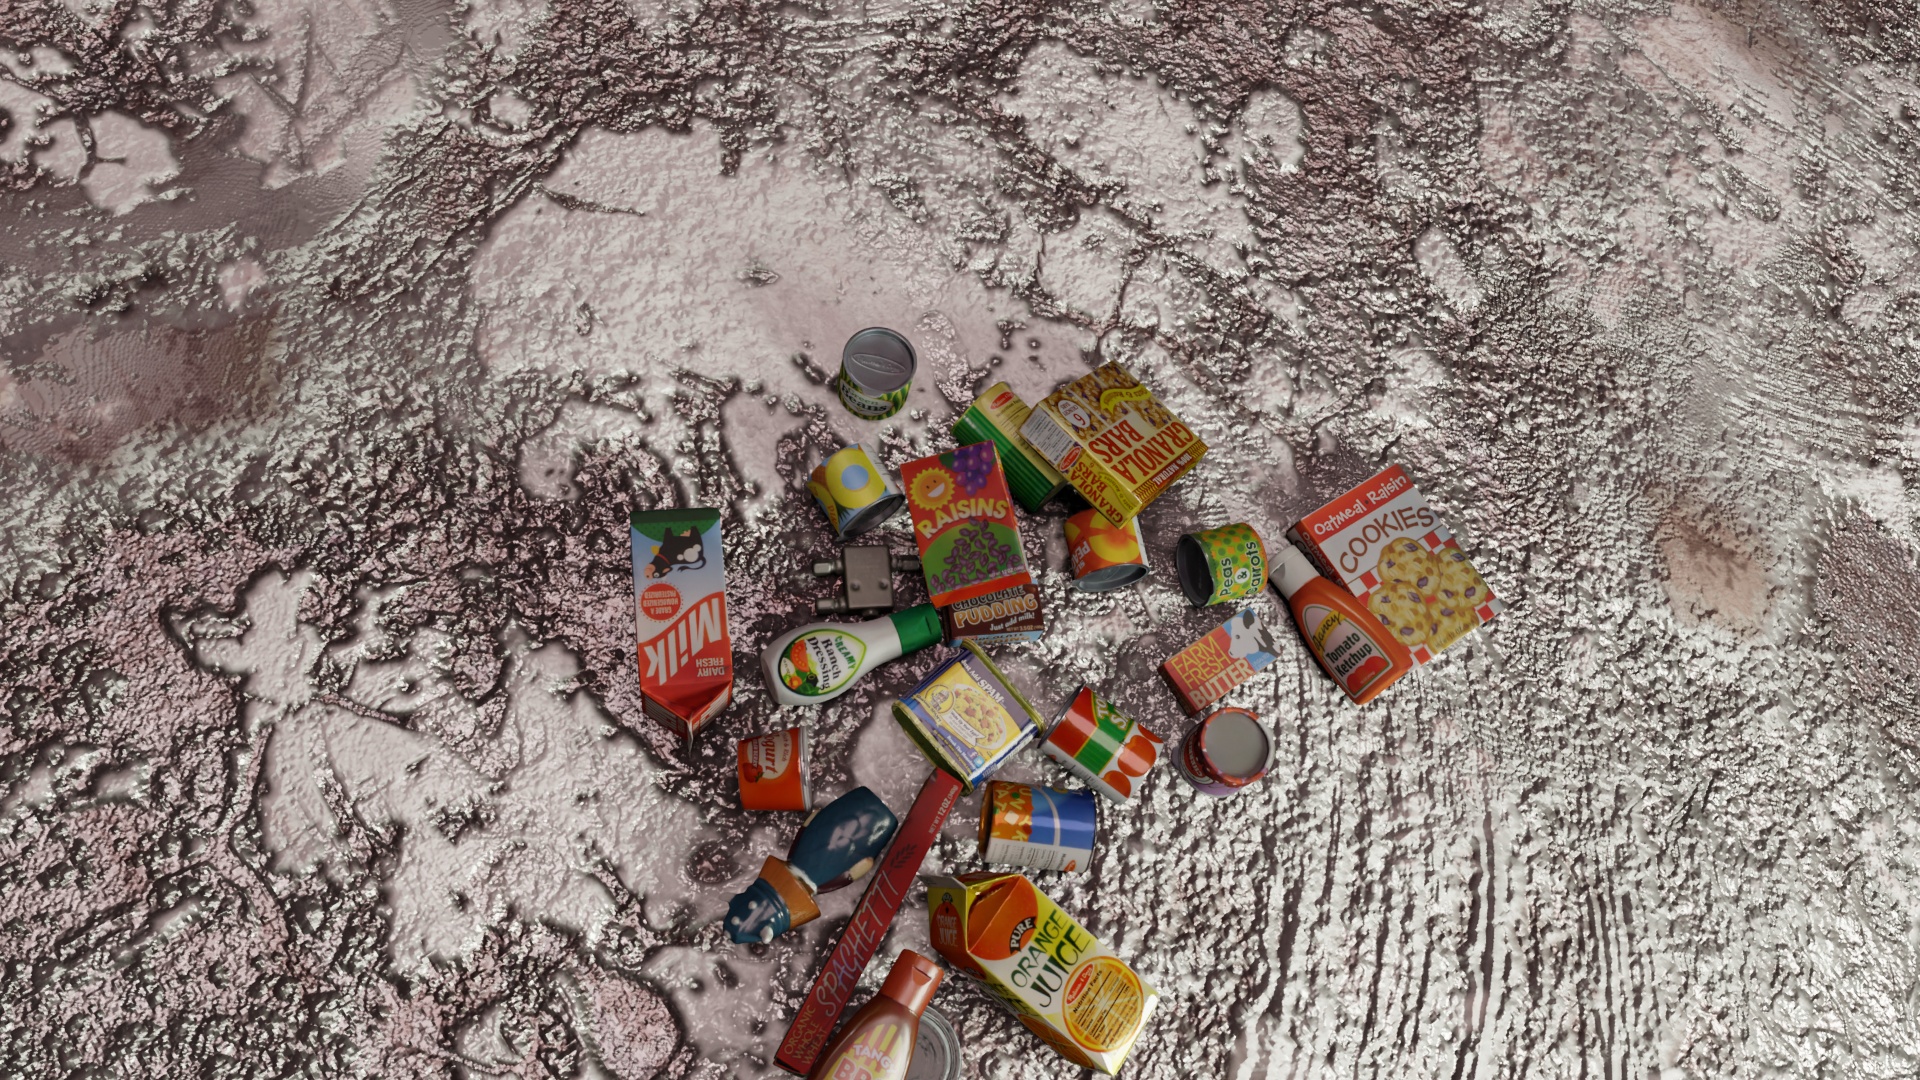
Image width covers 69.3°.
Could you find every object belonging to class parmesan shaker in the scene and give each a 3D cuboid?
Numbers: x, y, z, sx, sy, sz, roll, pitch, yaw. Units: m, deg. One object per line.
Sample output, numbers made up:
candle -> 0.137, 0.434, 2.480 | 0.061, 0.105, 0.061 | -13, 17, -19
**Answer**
parmesan shaker -> 0.049, -0.081, 1.234 | 0.103, 0.071, 0.071 | 45, 67, 8

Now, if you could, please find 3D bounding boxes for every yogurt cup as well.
yogurt cup -> -0.146, 0.182, 1.092 | 0.054, 0.072, 0.072 | -5, 69, -4

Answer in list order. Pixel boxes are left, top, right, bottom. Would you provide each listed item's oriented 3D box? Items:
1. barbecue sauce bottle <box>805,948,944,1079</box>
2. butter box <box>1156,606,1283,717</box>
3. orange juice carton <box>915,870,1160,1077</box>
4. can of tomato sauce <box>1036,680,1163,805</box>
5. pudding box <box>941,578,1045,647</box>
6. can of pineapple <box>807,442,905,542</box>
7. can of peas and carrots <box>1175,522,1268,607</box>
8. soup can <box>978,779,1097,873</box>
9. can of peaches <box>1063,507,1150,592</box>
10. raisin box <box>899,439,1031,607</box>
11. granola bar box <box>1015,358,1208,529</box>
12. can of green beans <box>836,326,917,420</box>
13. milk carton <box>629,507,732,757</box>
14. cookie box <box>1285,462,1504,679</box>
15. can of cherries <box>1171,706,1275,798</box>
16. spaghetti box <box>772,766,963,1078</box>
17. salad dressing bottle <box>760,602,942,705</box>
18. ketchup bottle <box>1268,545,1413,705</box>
barbecue sauce bottle -> -0.063, 0.370, 1.003 | 0.065, 0.043, 0.149 | 34, 65, -4
butter box -> 0.227, 0.106, 1.216 | 0.104, 0.024, 0.053 | -30, 76, -21
orange juice carton -> 0.050, 0.312, 1.047 | 0.192, 0.071, 0.073 | 42, 66, -9
can of tomato sauce -> 0.117, 0.167, 1.146 | 0.083, 0.071, 0.071 | 35, 66, 4
pudding box -> 0.027, 0.062, 1.192 | 0.084, 0.030, 0.050 | -3, 68, -12
can of pineapple -> -0.091, -0.042, 1.192 | 0.071, 0.070, 0.058 | -29, 76, -20
can of peas and carrots -> 0.232, 0.022, 1.227 | 0.059, 0.070, 0.071 | -12, 71, -16
soup can -> 0.061, 0.226, 1.113 | 0.084, 0.071, 0.071 | 8, 67, -7
can of peaches -> 0.125, 0.007, 1.214 | 0.071, 0.071, 0.058 | -6, 69, -13
raisin box -> 0.004, -0.015, 1.172 | 0.086, 0.040, 0.124 | -16, 70, 5
granola bar box -> 0.137, -0.088, 1.226 | 0.124, 0.039, 0.166 | 44, 35, 8
can of green beans -> -0.076, -0.148, 1.242 | 0.071, 0.057, 0.071 | 4, 68, -10
milk carton -> -0.223, 0.074, 1.115 | 0.073, 0.072, 0.191 | -4, 69, -13
cookie box -> 0.396, 0.027, 1.274 | 0.123, 0.040, 0.167 | -28, 77, -20
can of cherries -> 0.221, 0.178, 1.167 | 0.071, 0.058, 0.072 | 4, 68, -10
spaghetti box -> -0.070, 0.292, 1.069 | 0.029, 0.050, 0.251 | 29, 66, 3
salad dressing bottle -> -0.089, 0.090, 1.149 | 0.148, 0.044, 0.064 | -18, 89, -17
ketchup bottle -> 0.330, 0.071, 1.233 | 0.044, 0.064, 0.149 | -11, 58, -51
